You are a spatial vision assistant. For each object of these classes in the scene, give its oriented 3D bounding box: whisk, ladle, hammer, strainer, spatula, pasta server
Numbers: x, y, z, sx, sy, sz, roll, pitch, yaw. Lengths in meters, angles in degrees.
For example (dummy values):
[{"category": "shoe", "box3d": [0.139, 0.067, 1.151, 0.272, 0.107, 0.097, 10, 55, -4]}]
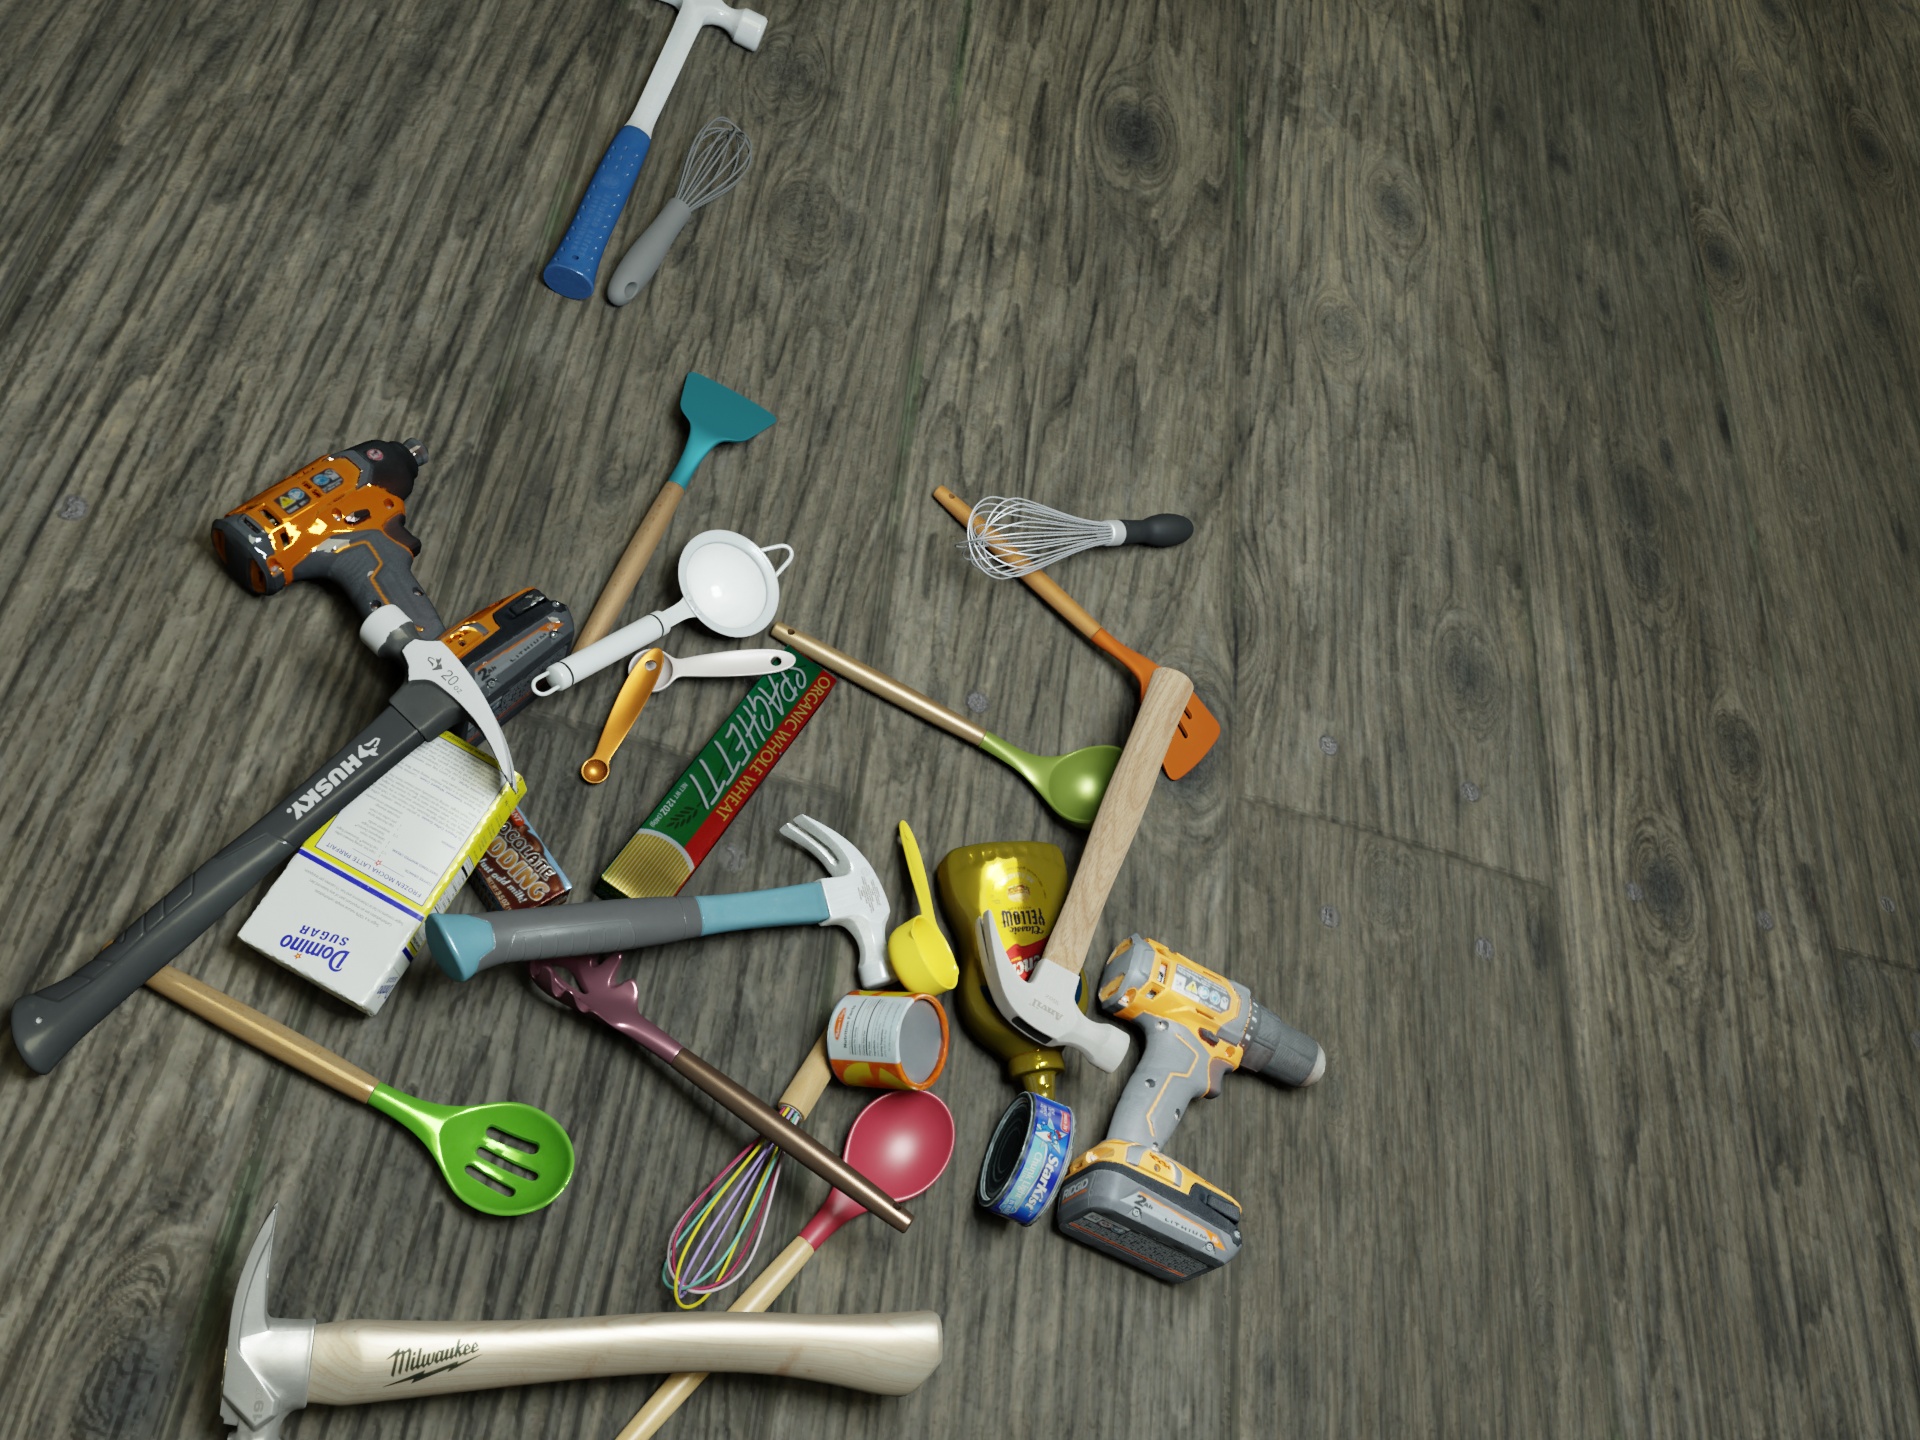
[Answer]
[{"category": "whisk", "box3d": [-0.245, -0.442, 1.384, 0.055, 0.055, 0.239, 30, 61, -7]}, {"category": "ladle", "box3d": [-0.002, -0.004, 1.251, 0.320, 0.062, 0.078, 28, 56, -5]}, {"category": "hammer", "box3d": [0.109, 0.090, 1.187, 0.130, 0.031, 0.331, 29, 57, -6]}, {"category": "strainer", "box3d": [-0.220, -0.074, 1.174, 0.258, 0.050, 0.087, -36, 97, -46]}, {"category": "hammer", "box3d": [-0.189, 0.133, 1.061, 0.330, 0.033, 0.128, -1, 68, -39]}, {"category": "spatula", "box3d": [-0.235, -0.157, 1.248, 0.082, 0.044, 0.318, 28, 60, -9]}, {"category": "whisk", "box3d": [-0.123, 0.280, 1.056, 0.047, 0.051, 0.245, 50, 48, -19]}, {"category": "pasta server", "box3d": [-0.159, 0.228, 1.029, 0.316, 0.040, 0.060, 33, 29, 10]}, {"category": "hammer", "box3d": [-0.424, 0.084, 0.967, 0.146, 0.035, 0.335, 41, 71, 12]}, {"category": "spatula", "box3d": [0.094, -0.085, 1.359, 0.322, 0.041, 0.081, 43, 54, 7]}, {"category": "whisk", "box3d": [0.109, -0.160, 1.364, 0.284, 0.070, 0.070, -9, 67, -42]}, {"category": "ladle", "box3d": [-0.116, 0.357, 1.022, 0.069, 0.031, 0.315, 45, 57, 4]}, {"category": "hammer", "box3d": [-0.291, -0.529, 1.413, 0.144, 0.035, 0.406, 21, 57, -13]}, {"category": "hammer", "box3d": [-0.207, 0.358, 0.934, 0.410, 0.038, 0.146, 6, 82, -19]}]

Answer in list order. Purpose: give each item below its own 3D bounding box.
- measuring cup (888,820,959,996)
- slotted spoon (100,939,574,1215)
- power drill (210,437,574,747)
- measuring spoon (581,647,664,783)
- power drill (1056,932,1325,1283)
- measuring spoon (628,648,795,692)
[{"category": "measuring cup", "box3d": [-0.037, 0.136, 1.162, 0.062, 0.029, 0.157, 46, 20, -41]}, {"category": "slotted spoon", "box3d": [-0.382, 0.215, 0.977, 0.313, 0.031, 0.070, 30, 55, -5]}, {"category": "power drill", "box3d": [-0.381, -0.101, 1.116, 0.226, 0.084, 0.164, 40, 54, 5]}, {"category": "measuring spoon", "box3d": [-0.244, -0.003, 1.157, 0.021, 0.011, 0.117, 21, 64, 2]}, {"category": "power drill", "box3d": [0.174, 0.287, 1.162, 0.185, 0.084, 0.226, 28, 51, -11]}, {"category": "measuring spoon", "box3d": [-0.186, -0.038, 1.193, 0.124, 0.018, 0.034, -5, 70, -12]}]
